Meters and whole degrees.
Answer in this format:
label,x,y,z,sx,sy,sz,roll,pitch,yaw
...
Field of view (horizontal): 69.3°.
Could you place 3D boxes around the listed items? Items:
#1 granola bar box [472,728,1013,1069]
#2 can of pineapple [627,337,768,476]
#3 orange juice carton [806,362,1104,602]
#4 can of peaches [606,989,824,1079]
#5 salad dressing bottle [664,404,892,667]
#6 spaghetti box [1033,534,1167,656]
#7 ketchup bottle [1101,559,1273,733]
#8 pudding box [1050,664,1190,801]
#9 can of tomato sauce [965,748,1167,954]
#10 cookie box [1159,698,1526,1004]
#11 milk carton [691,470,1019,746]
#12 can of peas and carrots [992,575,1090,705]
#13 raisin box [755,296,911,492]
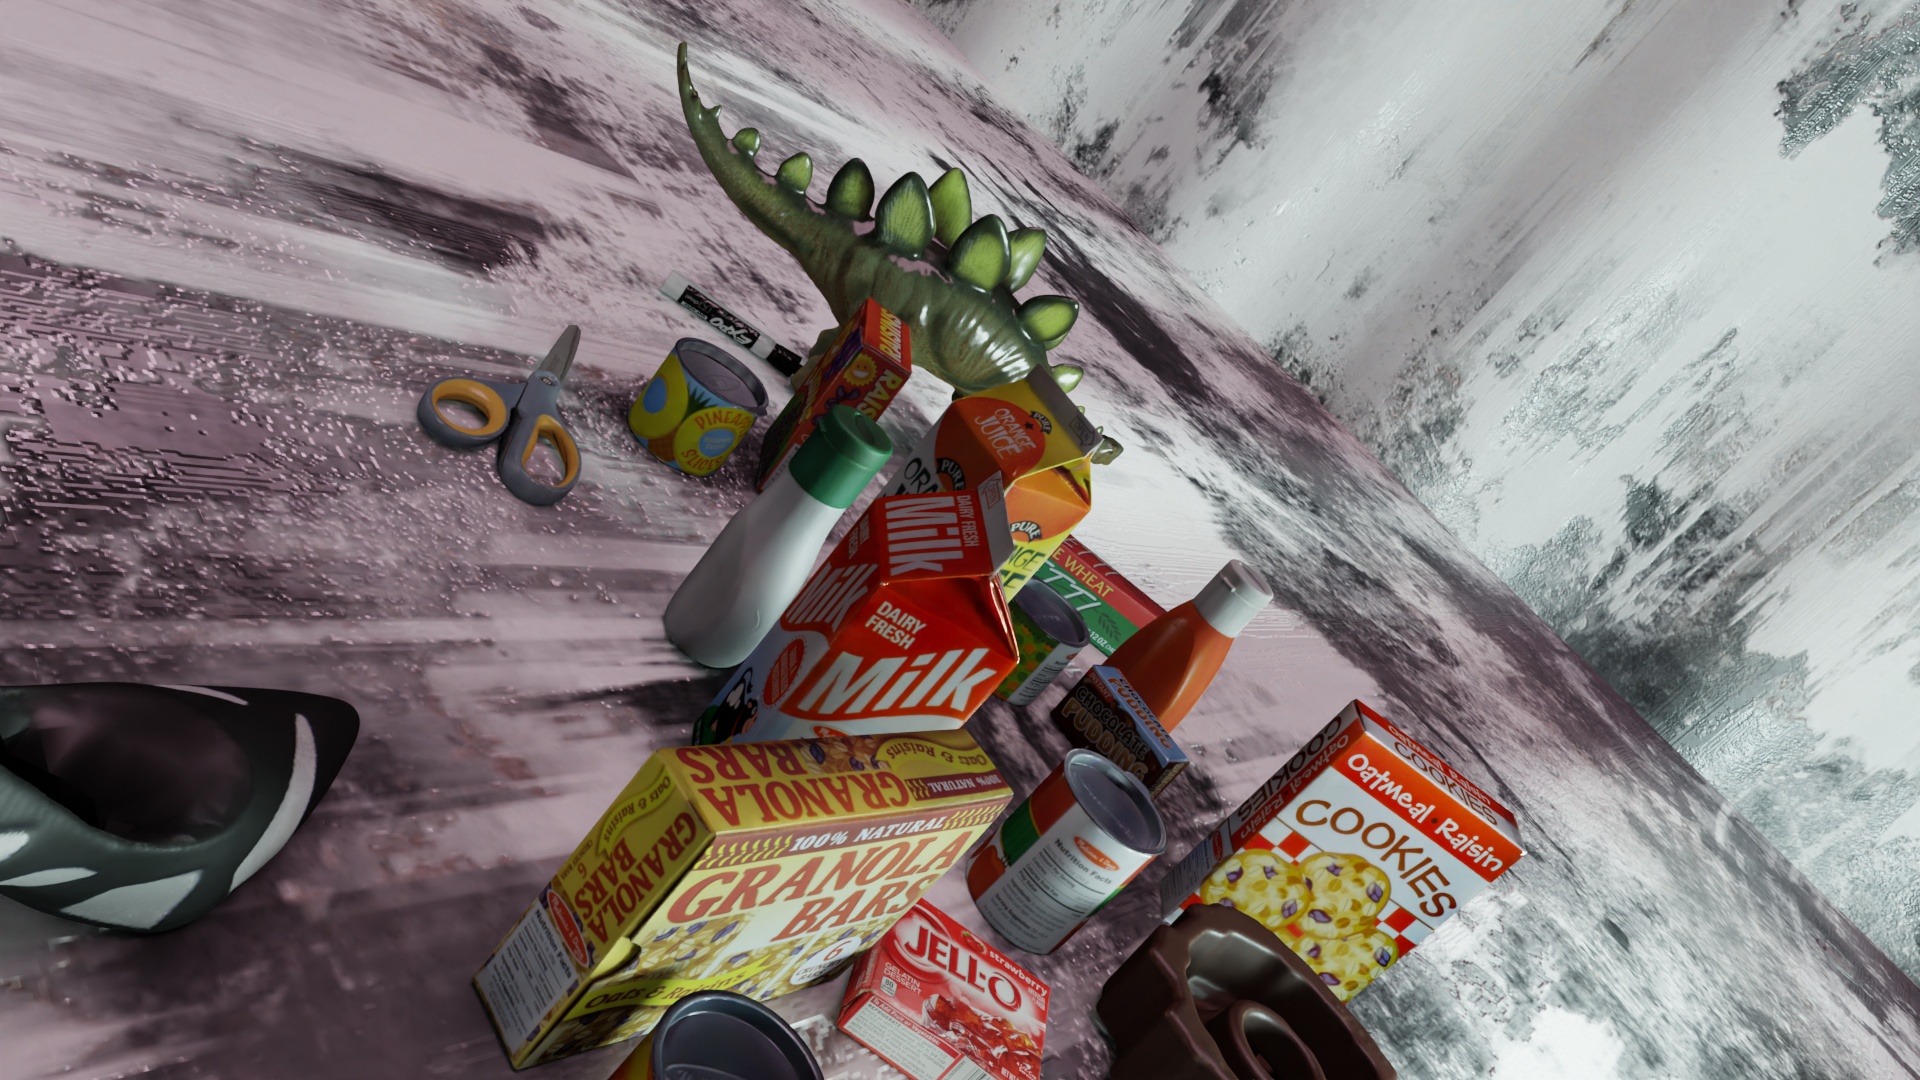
label,x,y,z,sx,sy,sz,roll,pitch,yaw
granola bar box,-0.072,0.125,0.507,0.166,0.123,0.039,7,39,-54
can of pineapple,-0.160,-0.080,0.848,0.071,0.057,0.071,34,22,-16
orange juice carton,0.003,-0.010,0.796,0.073,0.192,0.072,16,32,-46
can of peaches,-0.085,0.192,0.447,0.071,0.058,0.071,34,22,-16
salad dressing bottle,-0.090,-0.002,0.689,0.044,0.147,0.064,27,25,-30
spaghetti box,0.076,0.025,1.040,0.250,0.050,0.029,38,21,-5
ketchup bottle,0.142,0.076,0.916,0.043,0.148,0.065,15,33,-48
pudding box,0.102,0.126,0.888,0.030,0.049,0.084,11,35,-51
can of tomato sauce,0.053,0.157,0.704,0.071,0.083,0.071,34,22,-16
cookie box,0.217,0.187,0.800,0.123,0.167,0.040,36,22,-11
milk carton,-0.038,0.054,0.609,0.073,0.190,0.073,32,23,-22
can of peas and carrots,0.038,0.062,0.896,0.071,0.058,0.071,34,22,-16
raisin box,-0.082,-0.088,0.901,0.040,0.123,0.086,33,22,-18
